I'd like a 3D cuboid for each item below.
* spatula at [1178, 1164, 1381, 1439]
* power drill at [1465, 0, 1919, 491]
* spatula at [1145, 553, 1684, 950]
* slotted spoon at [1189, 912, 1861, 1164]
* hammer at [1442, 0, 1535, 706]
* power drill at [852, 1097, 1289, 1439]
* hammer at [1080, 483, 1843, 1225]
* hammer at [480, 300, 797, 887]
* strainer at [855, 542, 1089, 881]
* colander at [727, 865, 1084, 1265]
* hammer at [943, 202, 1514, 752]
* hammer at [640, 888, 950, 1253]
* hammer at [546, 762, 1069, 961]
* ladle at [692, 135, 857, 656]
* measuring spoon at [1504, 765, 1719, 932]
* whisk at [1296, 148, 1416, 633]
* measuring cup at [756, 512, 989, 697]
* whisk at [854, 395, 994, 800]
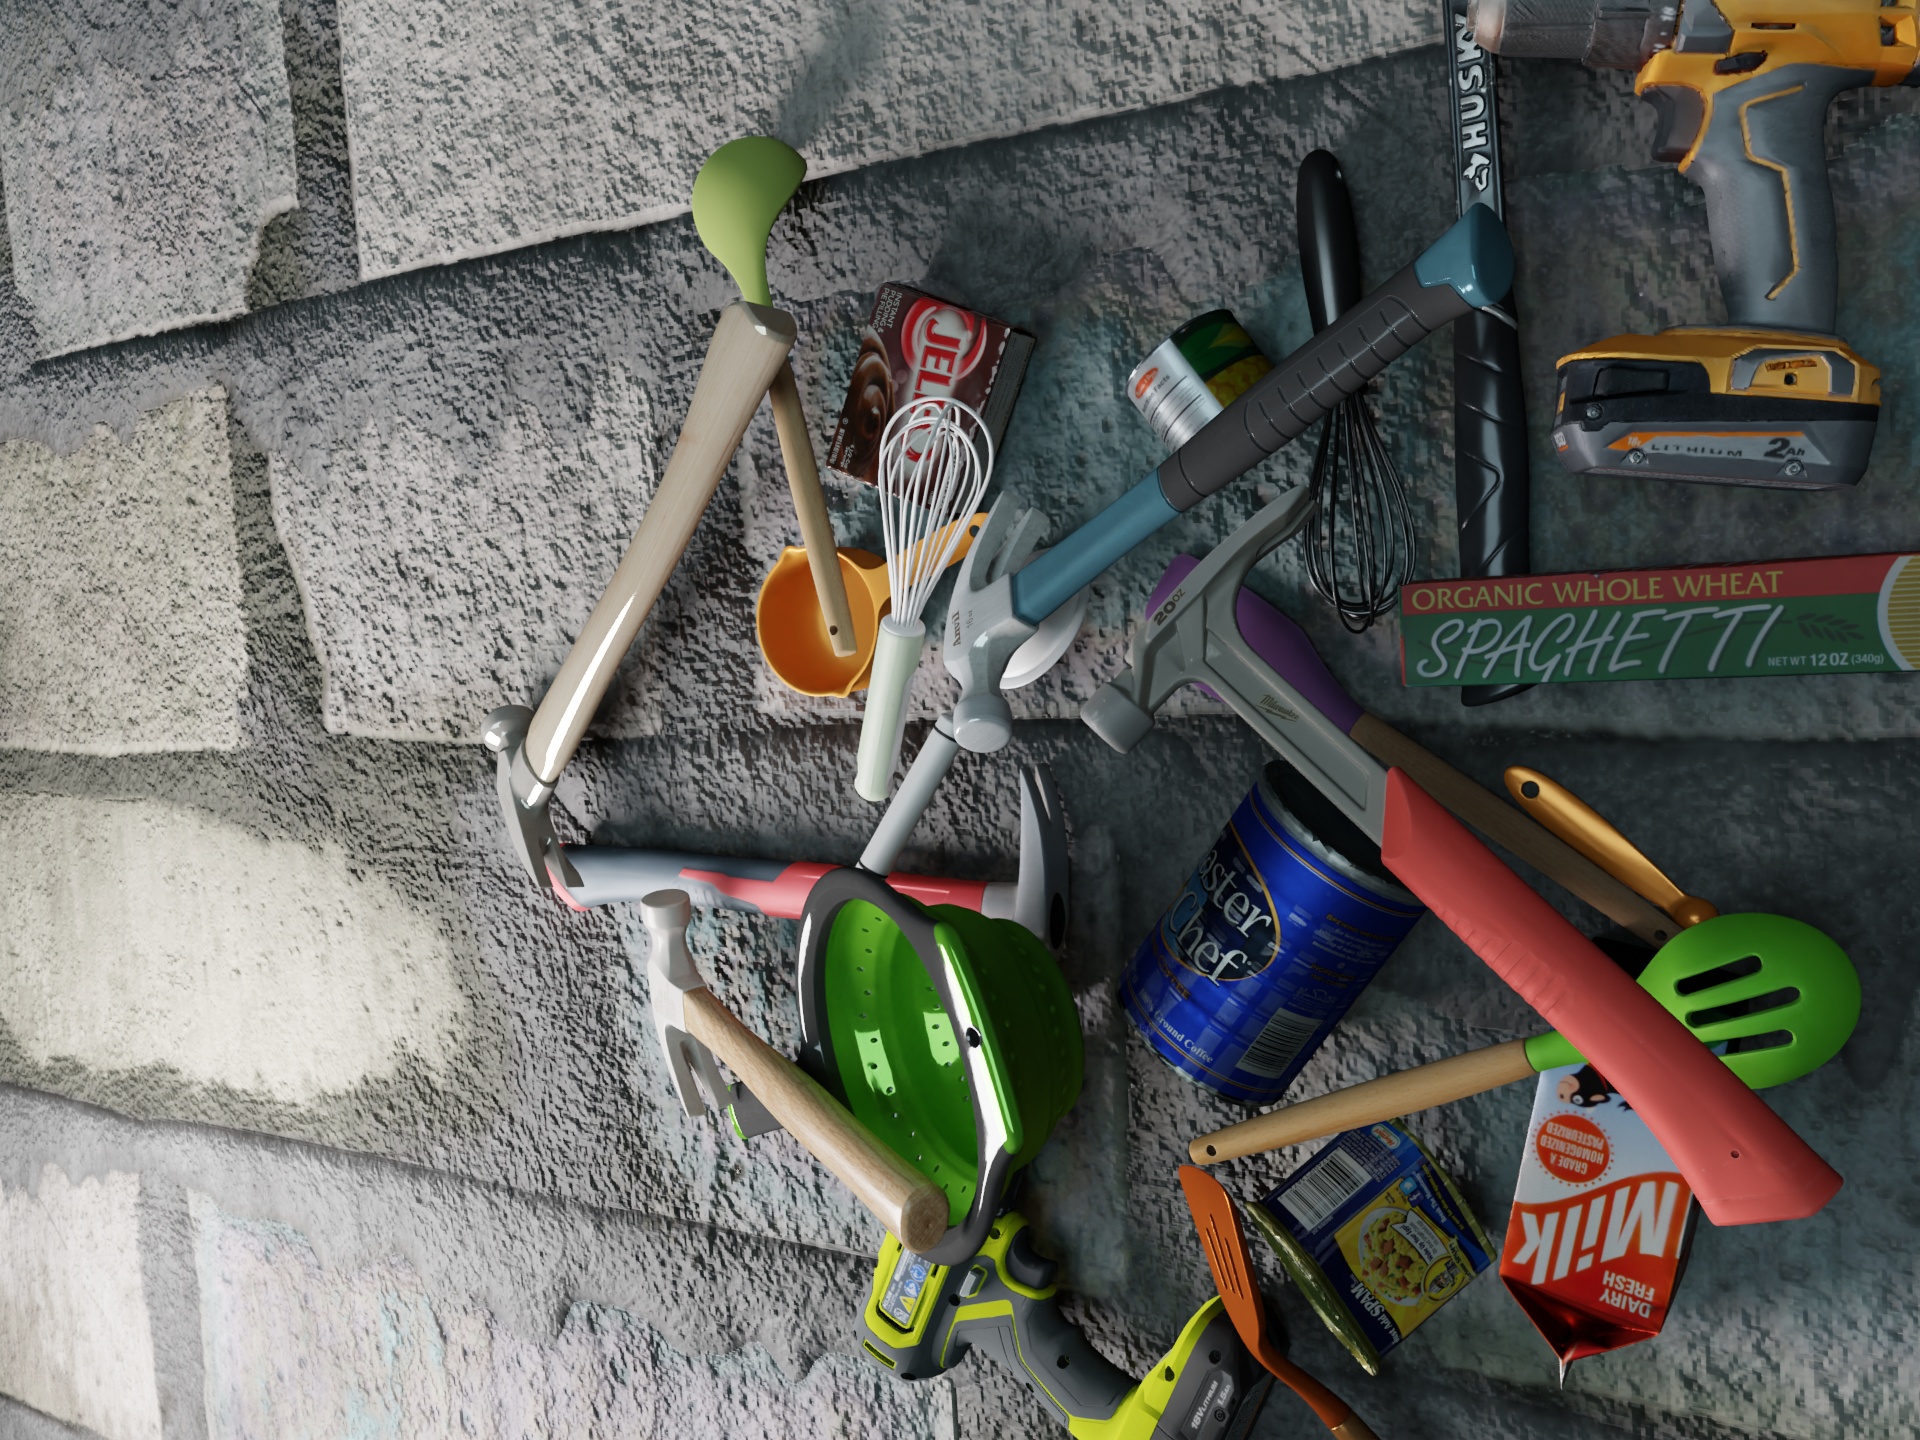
[{"bbox_3d":[0.211,0.358,0.790,0.041,0.081,0.322,-41,88,-12],"label":"spatula"},{"bbox_3d":[0.297,-0.215,0.660,0.185,0.084,0.226,7,97,13],"label":"power drill"},{"bbox_3d":[0.217,0.018,0.788,0.316,0.018,0.059,38,114,25],"label":"spatula"},{"bbox_3d":[0.232,0.158,0.709,0.314,0.031,0.070,-28,78,35],"label":"slotted spoon"},{"bbox_3d":[0.239,-0.210,0.744,0.149,0.036,0.409,-2,95,33],"label":"hammer"},{"bbox_3d":[0.059,0.321,0.887,0.229,0.080,0.190,27,103,29],"label":"power drill"},{"bbox_3d":[0.215,0.058,0.672,0.149,0.036,0.359,-47,63,7],"label":"hammer"},{"bbox_3d":[-0.196,-0.071,0.963,0.410,0.038,0.146,-54,50,34],"label":"hammer"},{"bbox_3d":[-0.001,-0.003,0.882,0.258,0.050,0.087,-61,36,12],"label":"strainer"},{"bbox_3d":[-0.036,0.190,0.893,0.397,0.094,0.204,-36,70,59],"label":"colander"},{"bbox_3d":[0.108,-0.114,0.731,0.331,0.033,0.128,-36,42,35],"label":"hammer"},{"bbox_3d":[-0.102,0.203,0.883,0.331,0.031,0.130,22,119,55],"label":"hammer"},{"bbox_3d":[-0.110,0.089,0.988,0.386,0.038,0.143,2,95,31],"label":"hammer"},{"bbox_3d":[-0.095,-0.190,0.917,0.078,0.062,0.320,-20,79,33],"label":"ladle"},{"bbox_3d":[0.303,0.061,0.745,0.117,0.011,0.021,42,115,21],"label":"measuring spoon"},{"bbox_3d":[0.185,-0.161,0.775,0.055,0.055,0.239,-7,87,32],"label":"whisk"},{"bbox_3d":[-0.038,-0.076,0.919,0.173,0.052,0.095,-27,81,29],"label":"measuring cup"},{"bbox_3d":[-0.029,-0.059,0.859,0.059,0.058,0.246,14,121,3],"label":"whisk"}]
